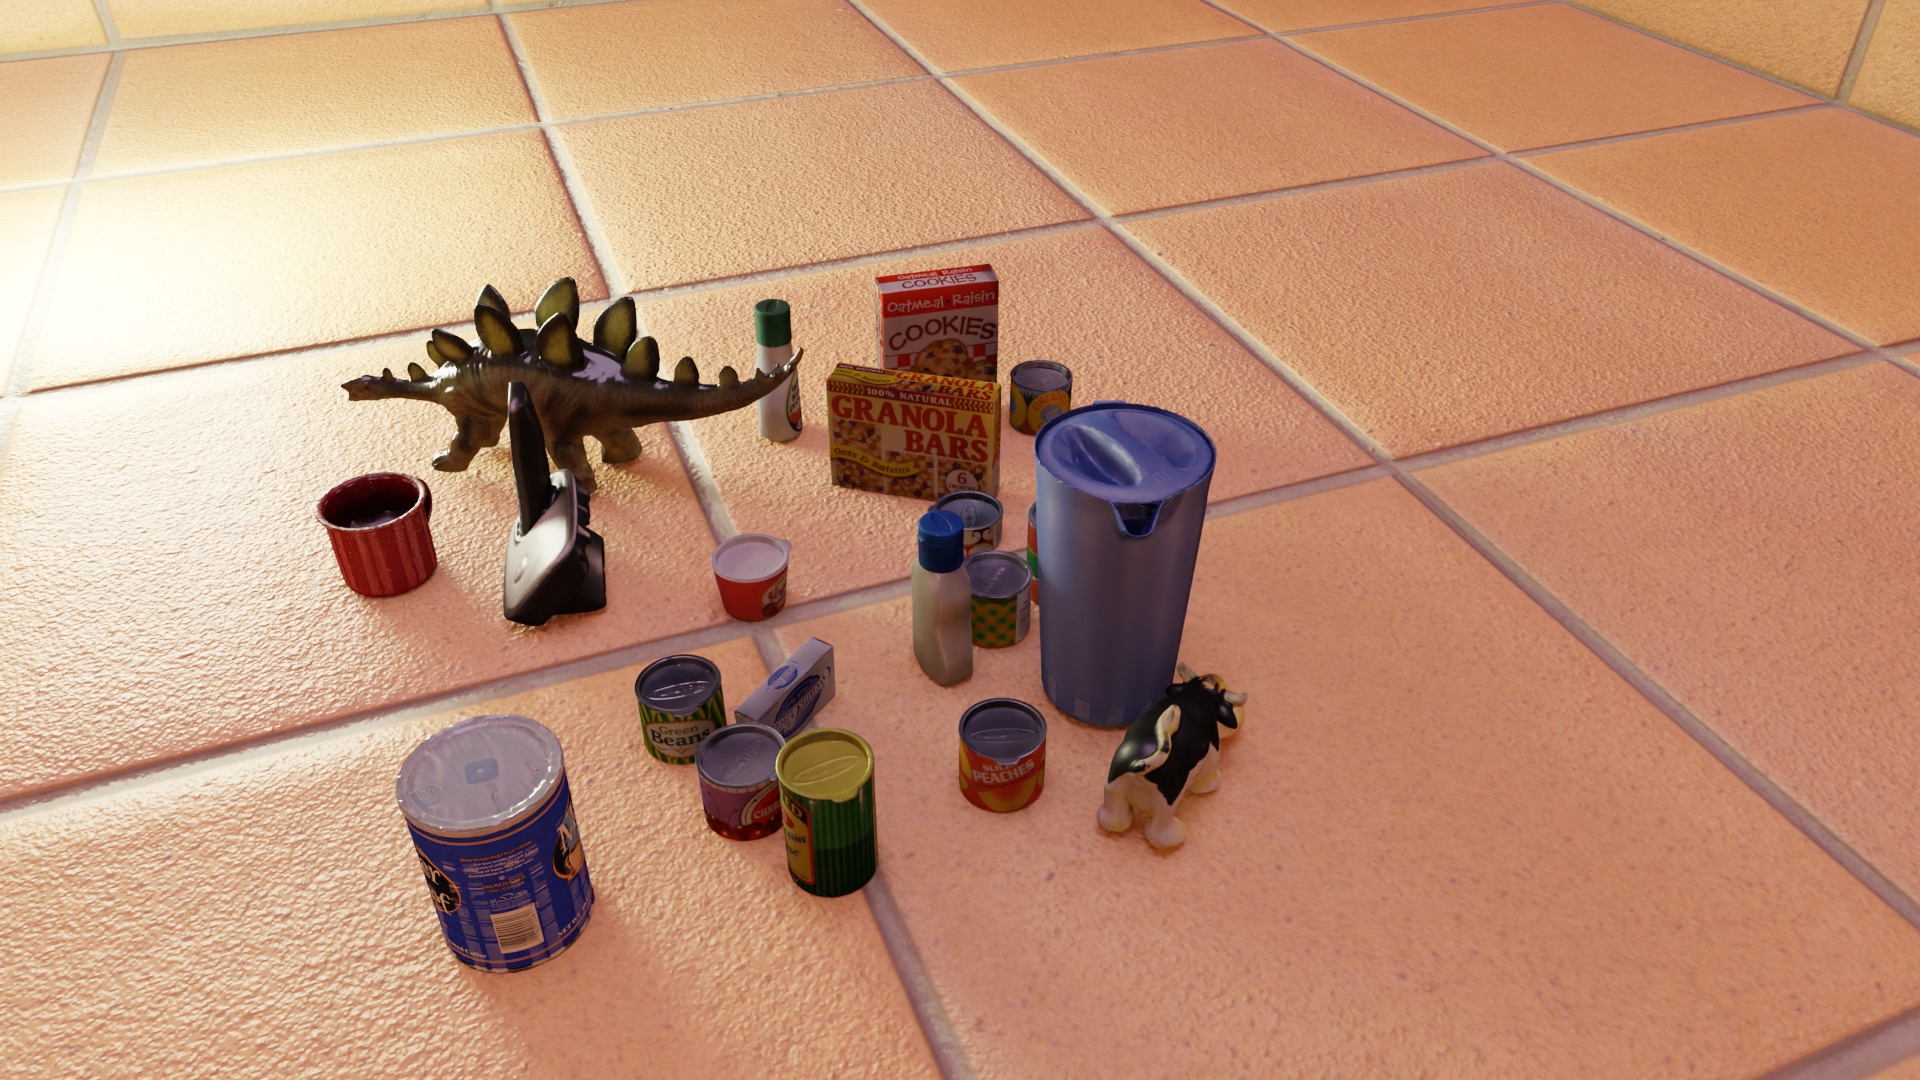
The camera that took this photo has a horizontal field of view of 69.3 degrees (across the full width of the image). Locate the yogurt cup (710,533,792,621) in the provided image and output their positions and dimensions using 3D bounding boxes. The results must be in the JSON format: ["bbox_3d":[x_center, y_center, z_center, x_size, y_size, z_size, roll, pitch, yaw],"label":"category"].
[{"bbox_3d":[-0.183,0.034,1.220,0.072,0.053,0.073,0,36,0],"label":"yogurt cup"}]

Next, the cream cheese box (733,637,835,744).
[{"bbox_3d":[-0.137,0.127,1.094,0.024,0.053,0.104,19,40,24],"label":"cream cheese box"}]

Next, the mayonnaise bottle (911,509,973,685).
[{"bbox_3d":[-0.015,0.045,1.128,0.041,0.147,0.065,-17,40,-23],"label":"mayonnaise bottle"}]

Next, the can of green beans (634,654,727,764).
[{"bbox_3d":[-0.217,0.132,1.083,0.071,0.057,0.071,0,36,0],"label":"can of green beans"}]

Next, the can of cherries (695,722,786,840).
[{"bbox_3d":[-0.156,0.178,1.019,0.071,0.058,0.072,0,36,0],"label":"can of cherries"}]

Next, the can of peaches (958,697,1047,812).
[{"bbox_3d":[0.031,0.163,1.043,0.071,0.057,0.071,0,36,0],"label":"can of peaches"}]

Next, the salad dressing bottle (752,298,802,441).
[{"bbox_3d":[-0.189,-0.174,1.426,0.044,0.146,0.064,5,36,6],"label":"salad dressing bottle"}]

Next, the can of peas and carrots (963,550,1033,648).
[{"bbox_3d":[0.026,0.050,1.196,0.071,0.058,0.071,0,36,0],"label":"can of peas and carrots"}]

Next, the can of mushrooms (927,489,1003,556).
[{"bbox_3d":[0.005,-0.016,1.308,0.071,0.033,0.071,0,36,0],"label":"can of mushrooms"}]

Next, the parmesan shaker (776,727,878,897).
[{"bbox_3d":[-0.090,0.192,0.964,0.071,0.102,0.072,0,36,0],"label":"parmesan shaker"}]

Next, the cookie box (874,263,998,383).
[{"bbox_3d":[-0.025,-0.199,1.444,0.123,0.166,0.040,-9,37,-13],"label":"cookie box"}]

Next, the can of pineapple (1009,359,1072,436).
[{"bbox_3d":[0.085,-0.150,1.471,0.071,0.057,0.071,0,36,0],"label":"can of pineapple"}]

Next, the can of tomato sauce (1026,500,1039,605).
[{"bbox_3d":[0.091,0.010,1.232,0.071,0.082,0.071,0,36,0],"label":"can of tomato sauce"}]

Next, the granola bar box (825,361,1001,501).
[{"bbox_3d":[-0.044,-0.102,1.348,0.165,0.123,0.039,9,37,12],"label":"granola bar box"}]
